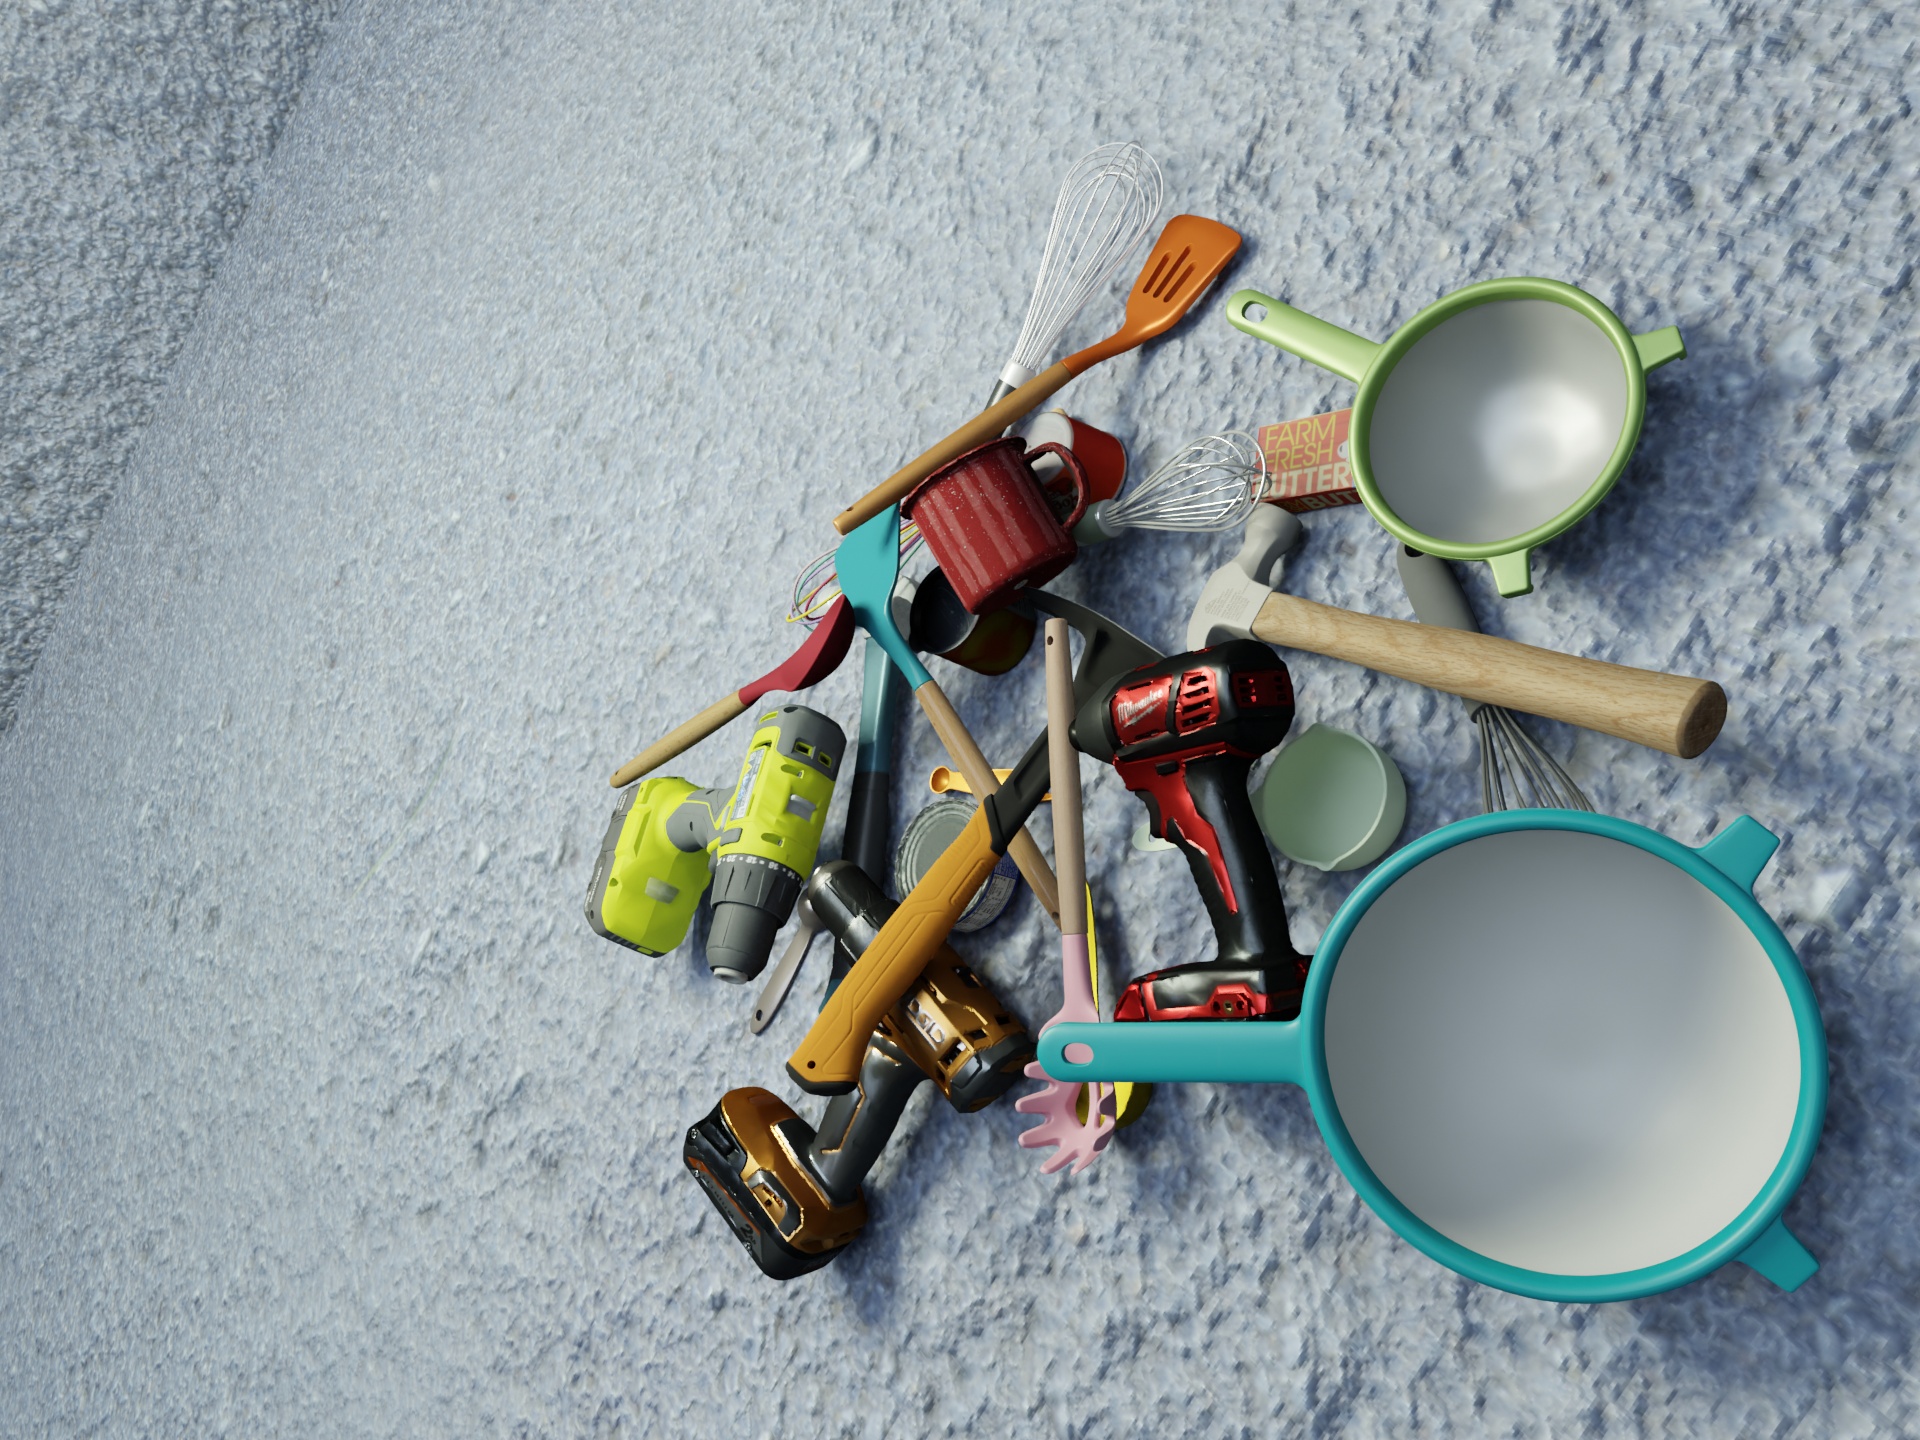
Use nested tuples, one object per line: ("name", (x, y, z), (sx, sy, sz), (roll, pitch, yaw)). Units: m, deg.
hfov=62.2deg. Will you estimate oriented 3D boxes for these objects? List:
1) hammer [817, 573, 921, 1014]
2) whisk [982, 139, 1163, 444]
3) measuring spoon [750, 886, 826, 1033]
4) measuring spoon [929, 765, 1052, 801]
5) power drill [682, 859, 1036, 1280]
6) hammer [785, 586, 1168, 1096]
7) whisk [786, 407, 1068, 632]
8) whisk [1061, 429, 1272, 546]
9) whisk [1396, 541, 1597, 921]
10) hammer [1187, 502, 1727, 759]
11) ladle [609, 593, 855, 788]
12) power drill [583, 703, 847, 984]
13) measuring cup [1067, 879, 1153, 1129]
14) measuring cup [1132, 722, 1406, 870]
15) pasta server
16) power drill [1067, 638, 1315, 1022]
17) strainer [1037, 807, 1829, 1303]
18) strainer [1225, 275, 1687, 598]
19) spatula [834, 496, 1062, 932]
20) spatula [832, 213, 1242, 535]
("hammer", (-0.065, 0.052, 1.121), (0.128, 0.033, 0.331), (-10, 69, 42))
("whisk", (0.055, -0.270, 1.110), (0.070, 0.070, 0.284), (42, 109, 43))
("measuring spoon", (-0.127, 0.172, 1.145), (0.034, 0.018, 0.124), (35, 101, 44))
("measuring spoon", (0.026, 0.043, 1.057), (0.117, 0.011, 0.021), (2, 76, 40))
("power drill", (-0.081, 0.219, 1.020), (0.185, 0.084, 0.226), (47, 107, 24))
("hammer", (0.000, 0.079, 0.962), (0.127, 0.034, 0.337), (34, 84, 21))
("whisk", (-0.023, -0.138, 1.112), (0.245, 0.047, 0.051), (-35, 80, 10))
("whisk", (0.101, -0.129, 1.002), (0.246, 0.057, 0.059), (-12, 76, 53))
("whisk", (0.270, -0.004, 0.819), (0.055, 0.055, 0.239), (-35, 49, 29))
("hammer", (0.232, -0.033, 0.811), (0.331, 0.031, 0.130), (24, 84, 57))
("ladle", (-0.167, -0.007, 1.129), (0.315, 0.031, 0.069), (-29, 32, 43))
("power drill", (-0.178, 0.102, 1.133), (0.228, 0.080, 0.191), (-20, 49, 49))
("measuring cup", (0.083, 0.166, 0.946), (0.062, 0.029, 0.157), (-24, 57, 36))
("measuring cup", (0.172, 0.055, 0.894), (0.167, 0.038, 0.083), (-18, 63, 41))
("pasta server", (0.059, 0.095, 0.913), (0.060, 0.040, 0.316), (-11, 77, 42))
("power drill", (0.123, 0.075, 0.856), (0.143, 0.078, 0.220), (-15, 81, 50))
("strainer", (0.208, 0.147, 0.741), (0.340, 0.095, 0.211), (-5, 89, 24))
("strainer", (0.253, -0.175, 0.865), (0.257, 0.069, 0.151), (38, 102, 37))
("spatula", (-0.002, -0.003, 1.027), (0.082, 0.044, 0.318), (-42, 71, 39))
("spatula", (0.046, -0.224, 1.046), (0.322, 0.041, 0.081), (-36, 39, -7))
